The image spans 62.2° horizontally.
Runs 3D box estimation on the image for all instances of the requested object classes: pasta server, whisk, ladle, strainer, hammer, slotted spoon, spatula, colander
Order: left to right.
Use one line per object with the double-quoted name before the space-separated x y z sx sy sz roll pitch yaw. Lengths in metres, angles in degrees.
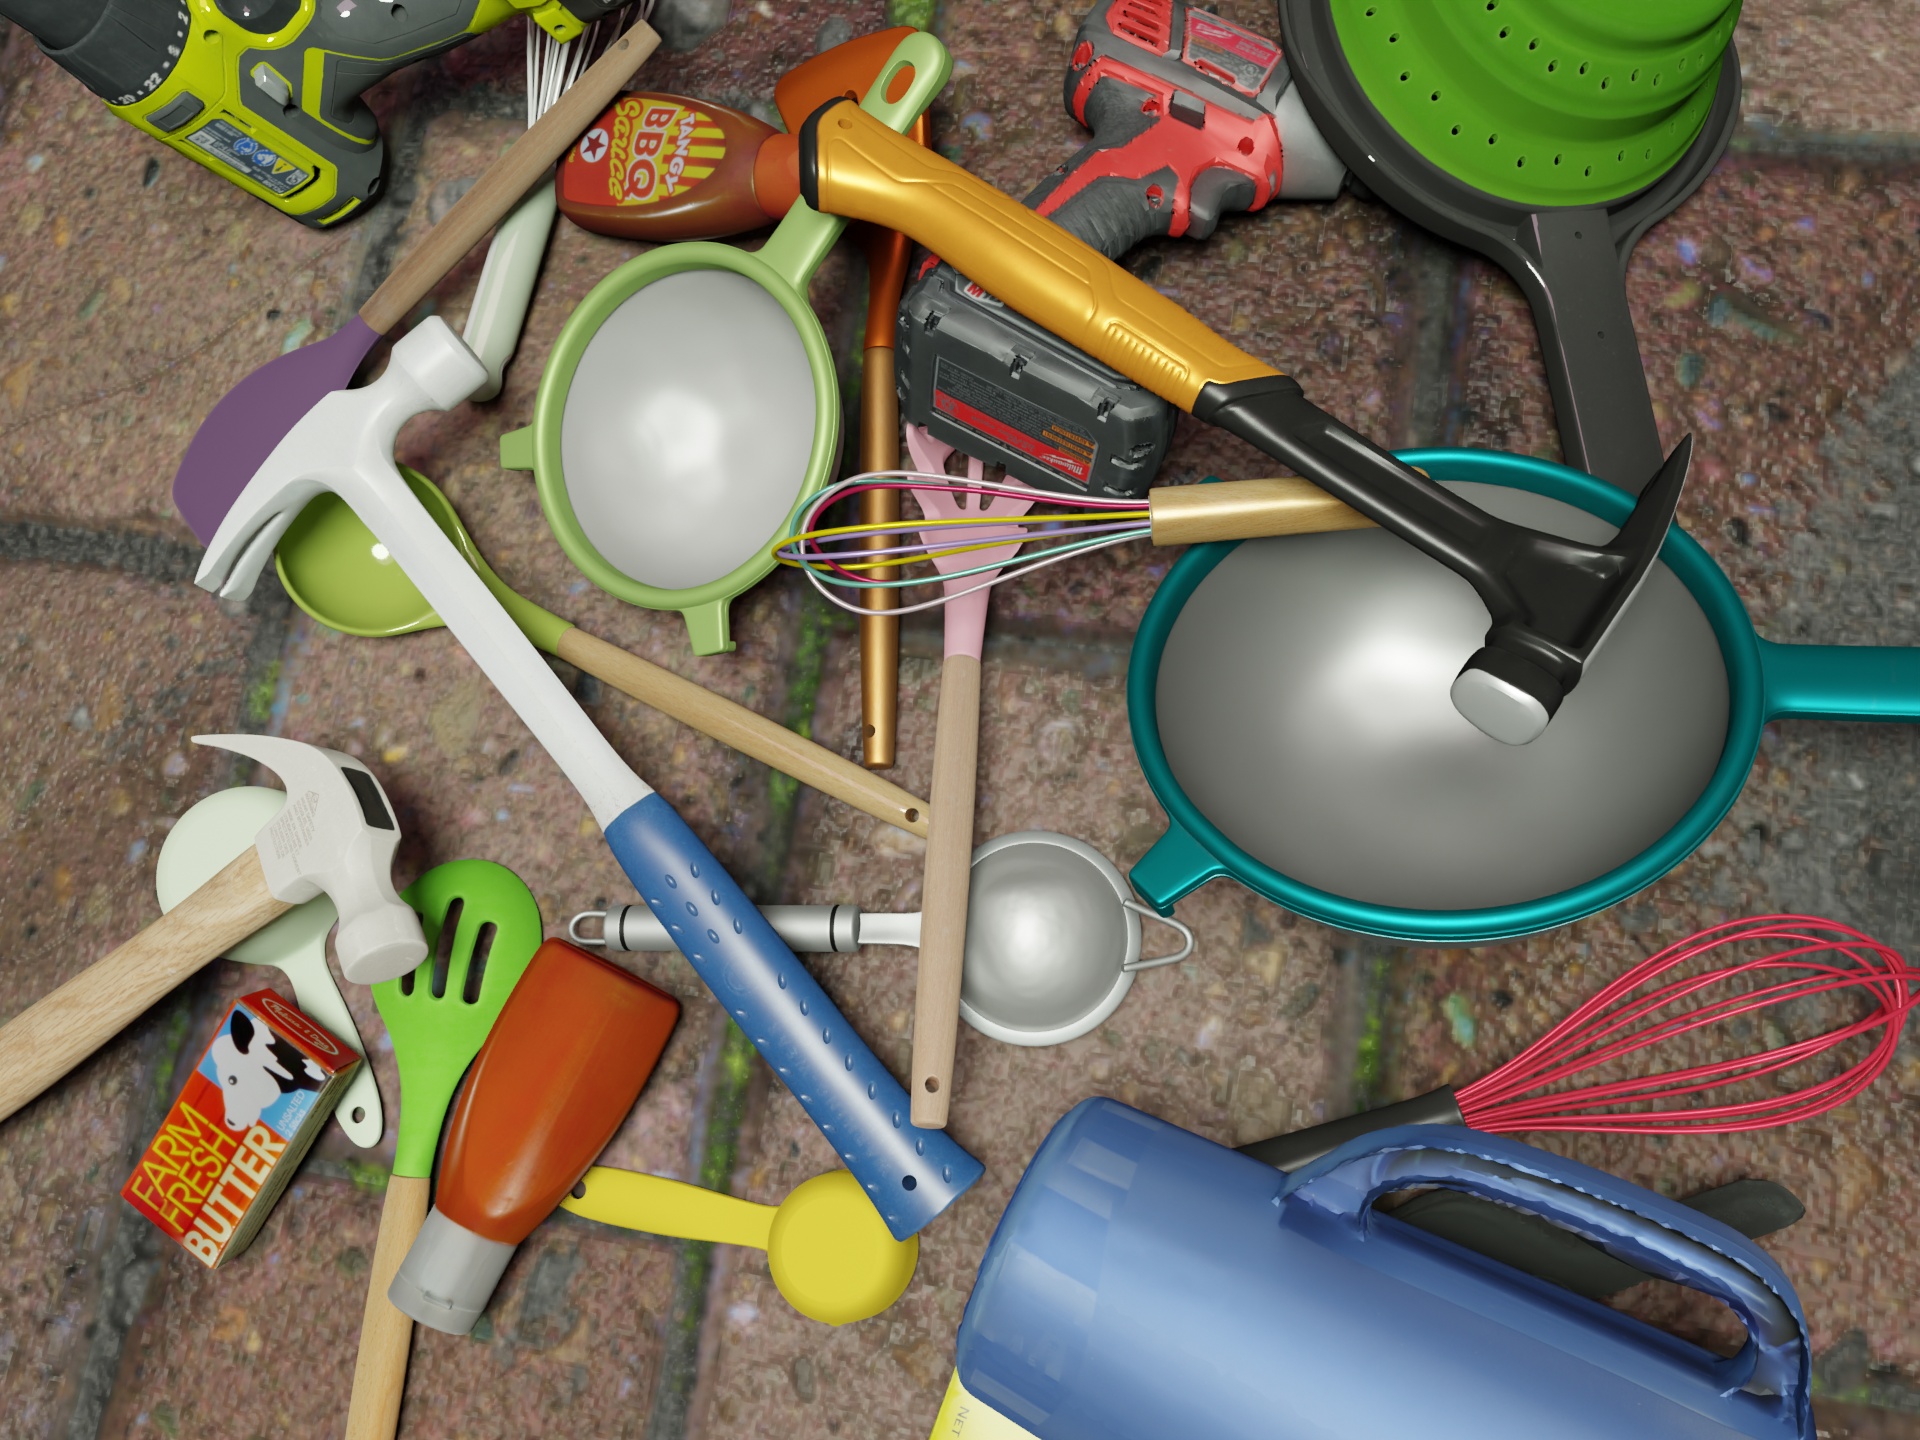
"hammer" -0.359 0.118 0.646 0.331 0.031 0.130 -34 65 13
"slotted spoon" -0.224 0.211 0.642 0.070 0.031 0.314 6 79 -1
"spatula" -0.251 -0.200 0.722 0.316 0.018 0.060 -41 72 10
"whisk" -0.196 -0.266 0.744 0.059 0.058 0.246 16 83 -18
"hammer" -0.140 0.032 0.622 0.144 0.035 0.405 -40 81 0
"ladle" -0.149 -0.024 0.669 0.320 0.062 0.078 26 91 13
"strainer" -0.073 -0.161 0.663 0.152 0.069 0.256 42 105 21
"strainer" -0.038 0.084 0.637 0.258 0.050 0.087 -2 71 12
"spatula" -0.041 -0.140 0.690 0.081 0.041 0.323 -8 76 30
"pasta server" -0.001 -0.002 0.625 0.060 0.040 0.316 4 65 0
"whisk" 0.049 -0.074 0.595 0.245 0.047 0.051 -4 52 7
"hammer" 0.085 -0.131 0.561 0.337 0.034 0.127 35 67 12
"whisk" 0.200 0.137 0.578 0.296 0.073 0.073 -21 74 9
"colander" 0.250 -0.216 0.614 0.204 0.094 0.397 -7 82 -12
"strainer" 0.233 0.007 0.567 0.340 0.095 0.211 2 54 15

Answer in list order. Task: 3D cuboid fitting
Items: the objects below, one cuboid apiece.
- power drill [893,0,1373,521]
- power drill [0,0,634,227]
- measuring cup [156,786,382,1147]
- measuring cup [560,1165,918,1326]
"power drill" 0.078 -0.198 0.652 0.143 0.078 0.220 28 68 8
"power drill" -0.269 -0.313 0.664 0.228 0.190 0.080 -23 71 19
"measuring cup" -0.285 0.103 0.670 0.083 0.038 0.168 -29 73 1
"measuring cup" -0.095 0.196 0.623 0.156 0.029 0.062 8 78 11
